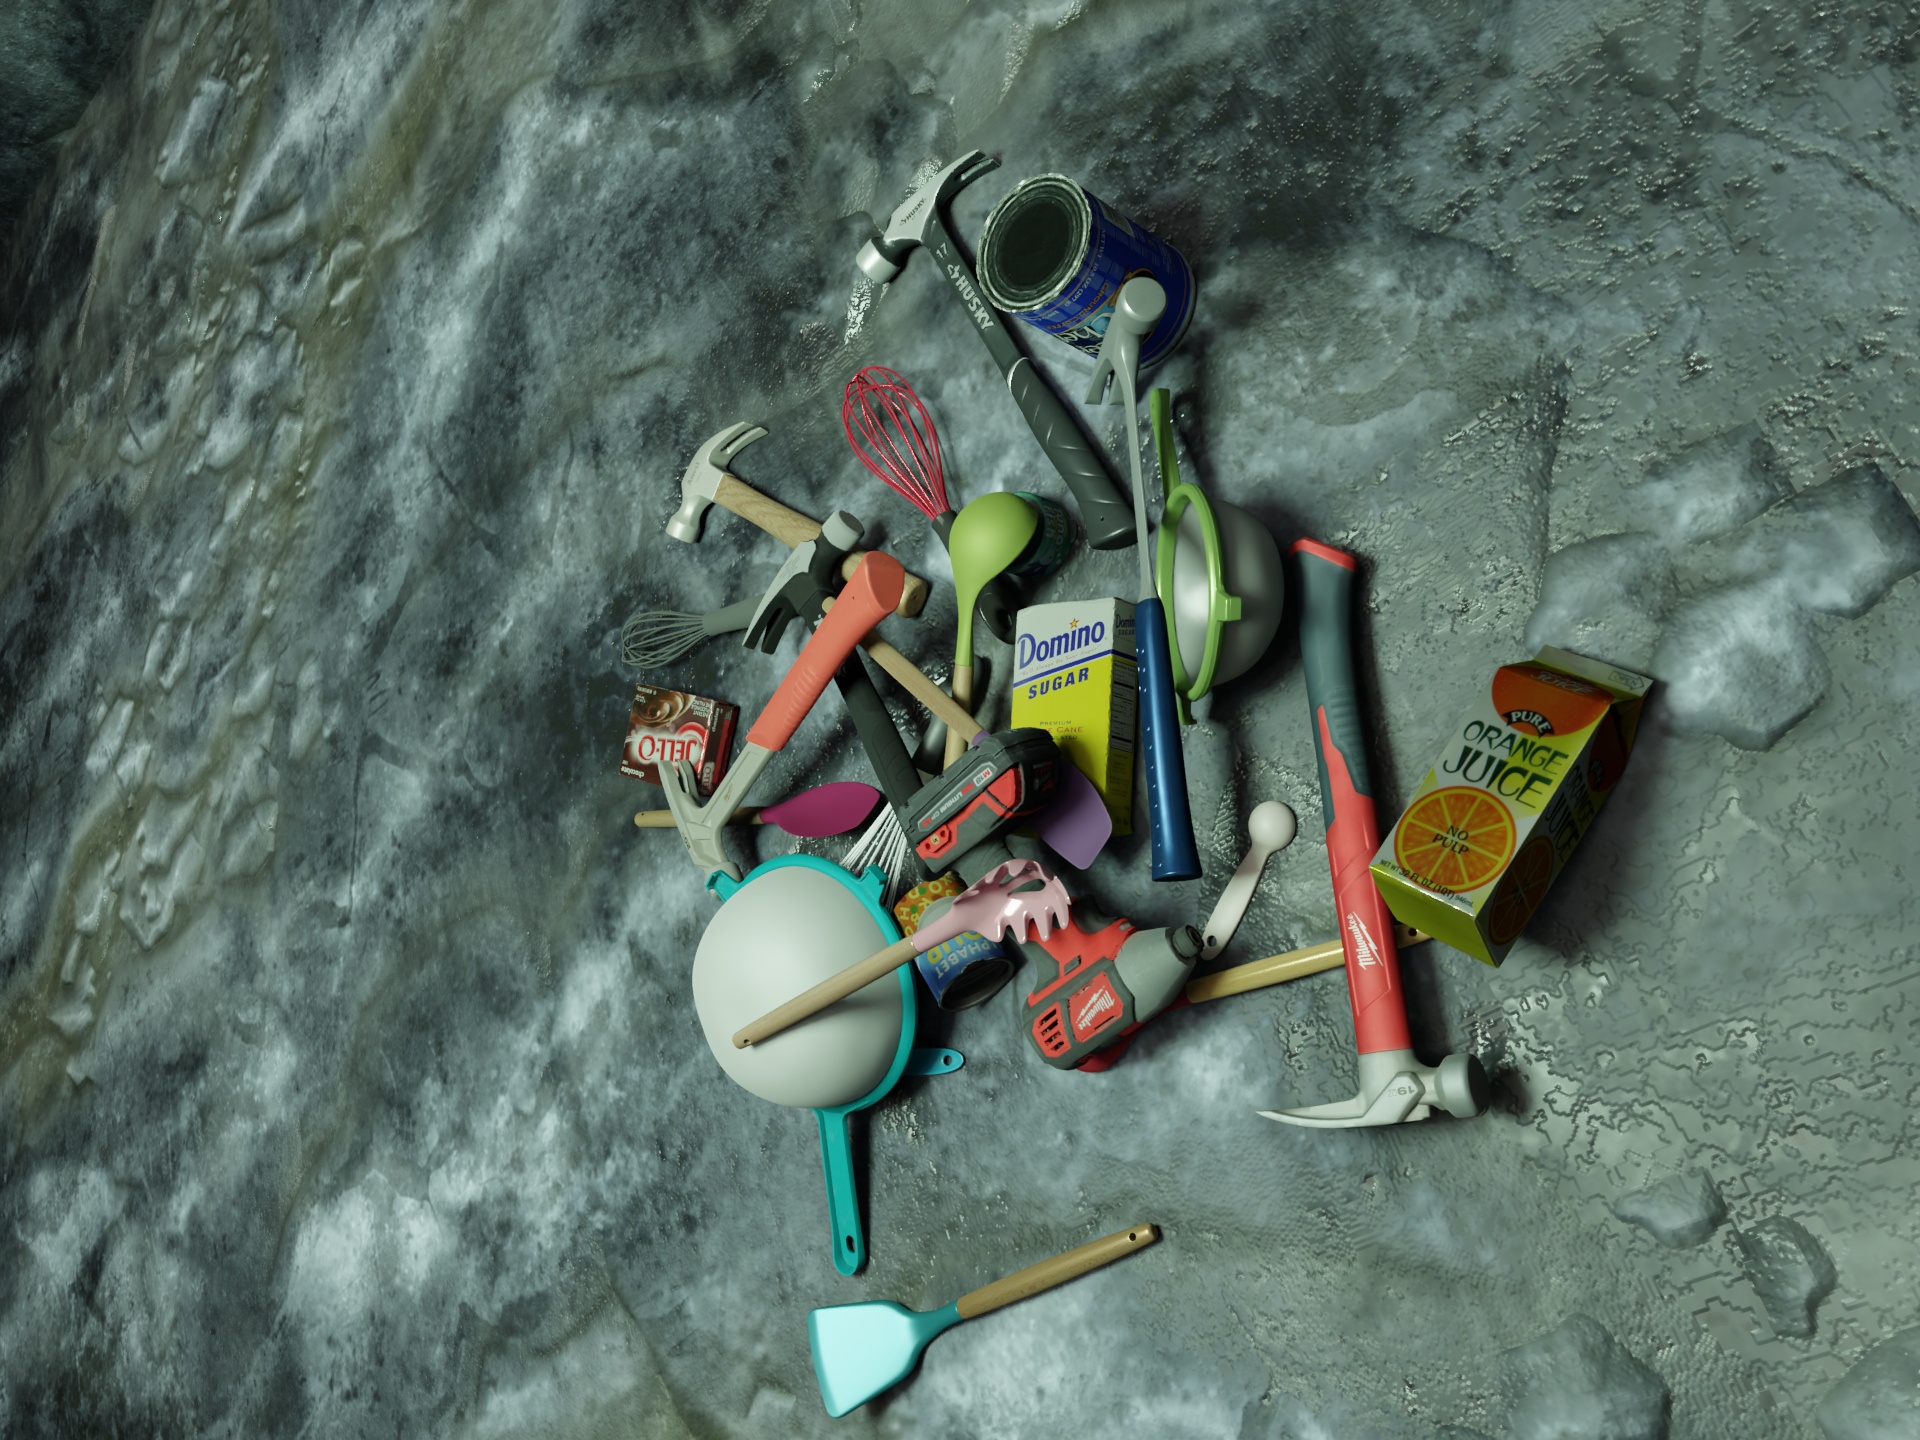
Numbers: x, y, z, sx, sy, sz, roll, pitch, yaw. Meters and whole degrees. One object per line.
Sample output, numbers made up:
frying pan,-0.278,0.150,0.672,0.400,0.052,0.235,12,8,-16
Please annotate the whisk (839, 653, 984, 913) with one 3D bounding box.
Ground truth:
whisk,-0.048,0.075,1.287,0.070,0.070,0.284,32,98,39

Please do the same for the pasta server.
pasta server,-0.051,0.172,1.113,0.316,0.060,0.040,-32,22,28

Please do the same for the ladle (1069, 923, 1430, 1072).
ladle,0.181,0.182,1.093,0.315,0.031,0.069,-23,72,33

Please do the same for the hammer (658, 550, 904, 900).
hammer,-0.148,-0.011,1.298,0.359,0.036,0.149,-52,52,37

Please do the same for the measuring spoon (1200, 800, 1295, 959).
measuring spoon,0.193,0.112,1.099,0.034,0.018,0.124,33,105,38

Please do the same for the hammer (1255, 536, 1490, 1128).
hammer,0.240,0.067,1.038,0.143,0.038,0.387,-17,68,34

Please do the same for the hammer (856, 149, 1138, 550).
hammer,0.044,-0.295,1.287,0.149,0.036,0.409,-42,59,25

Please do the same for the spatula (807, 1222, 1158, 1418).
spatula,0.014,0.430,1.176,0.317,0.044,0.082,-34,58,30

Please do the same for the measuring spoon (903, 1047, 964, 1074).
measuring spoon,-0.049,0.275,1.279,0.128,0.021,0.042,-9,75,29

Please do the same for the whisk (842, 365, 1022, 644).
whisk,-0.022,-0.181,1.310,0.073,0.073,0.296,-42,64,27

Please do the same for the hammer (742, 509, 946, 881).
hammer,-0.081,-0.009,1.285,0.146,0.035,0.335,-46,52,25

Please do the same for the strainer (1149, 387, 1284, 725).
strainer,0.180,-0.134,1.123,0.151,0.069,0.257,99,169,-59

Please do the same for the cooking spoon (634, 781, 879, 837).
cooking spoon,-0.190,0.085,1.418,0.319,0.017,0.069,-5,38,42

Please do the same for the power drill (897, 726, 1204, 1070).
power drill,0.066,0.119,1.108,0.143,0.078,0.220,-40,75,27

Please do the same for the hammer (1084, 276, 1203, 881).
hammer,0.130,-0.091,1.107,0.144,0.035,0.406,116,151,-76

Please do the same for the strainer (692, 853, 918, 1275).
strainer,-0.133,0.279,1.245,0.211,0.095,0.340,-6,92,38

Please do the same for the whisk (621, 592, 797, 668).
whisk,-0.229,-0.091,1.476,0.239,0.055,0.055,-11,75,33

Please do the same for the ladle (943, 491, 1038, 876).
ladle,0.012,-0.018,1.239,0.078,0.062,0.320,-148,61,-61

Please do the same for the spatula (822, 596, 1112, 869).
spatula,-0.002,-0.004,1.205,0.316,0.018,0.059,41,113,28

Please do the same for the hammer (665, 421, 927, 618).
hammer,-0.145,-0.172,1.426,0.332,0.031,0.130,32,103,38
